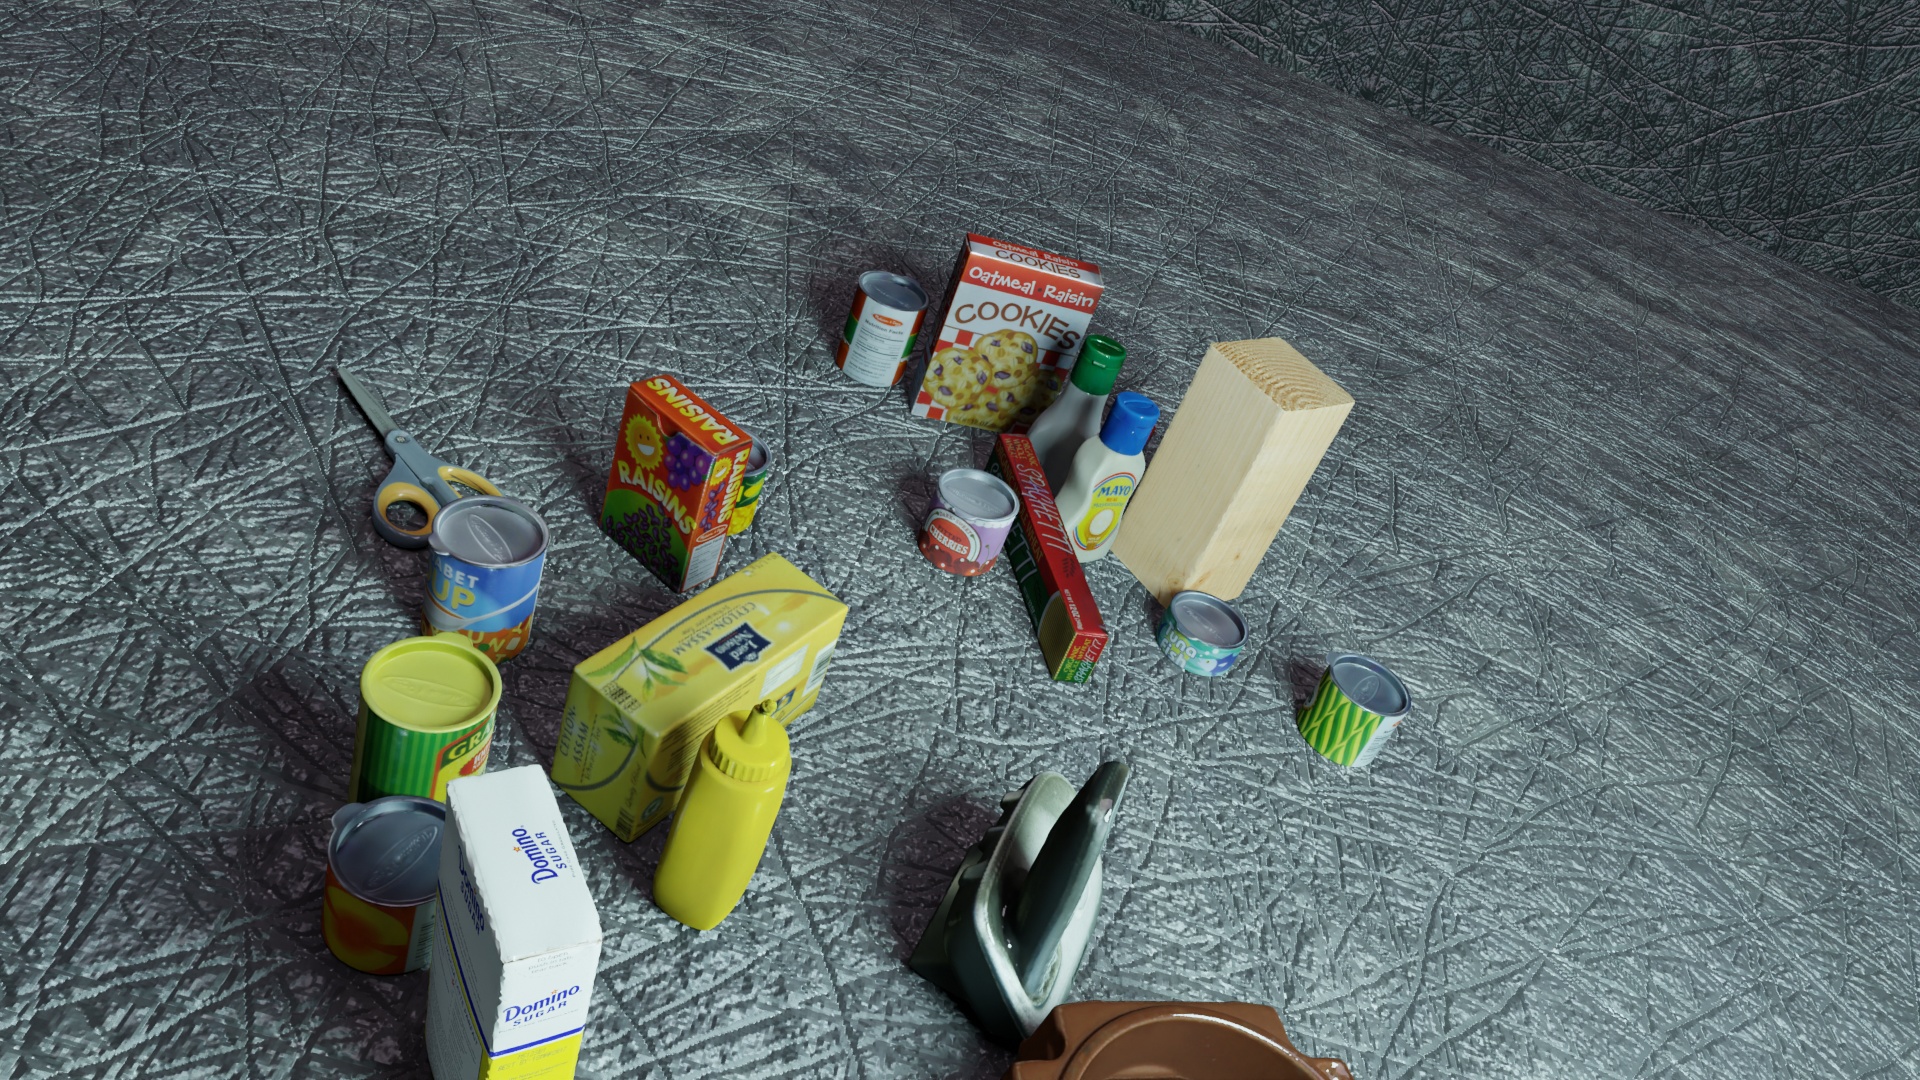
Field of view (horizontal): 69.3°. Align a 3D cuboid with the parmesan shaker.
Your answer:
[{"bbox_3d":[-0.278,0.107,0.721,0.071,0.102,0.072,15,35,-11],"label":"parmesan shaker"}]

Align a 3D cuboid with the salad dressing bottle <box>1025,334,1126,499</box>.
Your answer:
[{"bbox_3d":[0.096,-0.102,1.169,0.064,0.146,0.044,23,34,0],"label":"salad dressing bottle"}]

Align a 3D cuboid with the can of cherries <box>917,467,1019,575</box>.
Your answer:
[{"bbox_3d":[0.004,-0.014,1.078,0.071,0.058,0.072,15,35,-11],"label":"can of cherries"}]

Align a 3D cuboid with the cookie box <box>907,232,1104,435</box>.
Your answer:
[{"bbox_3d":[0.038,-0.176,1.218,0.123,0.166,0.040,11,36,-16],"label":"cookie box"}]

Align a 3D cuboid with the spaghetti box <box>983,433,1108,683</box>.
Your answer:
[{"bbox_3d":[0.062,0.006,1.091,0.029,0.050,0.251,7,37,-21],"label":"spaghetti box"}]

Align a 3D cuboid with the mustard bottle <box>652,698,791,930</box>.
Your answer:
[{"bbox_3d":[-0.119,0.134,0.723,0.049,0.159,0.066,25,35,4],"label":"mustard bottle"}]

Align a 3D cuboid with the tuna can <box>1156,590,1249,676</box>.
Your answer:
[{"bbox_3d":[0.187,0.073,1.086,0.071,0.032,0.071,15,35,-11],"label":"tuna can"}]

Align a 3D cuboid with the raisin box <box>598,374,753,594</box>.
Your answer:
[{"bbox_3d":[-0.196,-0.038,0.943,0.086,0.122,0.040,38,37,21],"label":"raisin box"}]

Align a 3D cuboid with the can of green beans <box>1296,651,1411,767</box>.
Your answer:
[{"bbox_3d":[0.297,0.128,1.051,0.071,0.057,0.071,15,35,-11],"label":"can of green beans"}]

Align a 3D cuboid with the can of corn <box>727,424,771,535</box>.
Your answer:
[{"bbox_3d":[-0.178,-0.044,1.017,0.071,0.058,0.071,15,35,-11],"label":"can of corn"}]

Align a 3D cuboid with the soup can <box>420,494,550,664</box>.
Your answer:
[{"bbox_3d":[-0.291,0.025,0.840,0.071,0.083,0.072,15,35,-11],"label":"soup can"}]

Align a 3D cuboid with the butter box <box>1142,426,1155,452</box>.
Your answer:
[{"bbox_3d":[0.139,-0.066,1.227,0.024,0.052,0.104,29,35,9],"label":"butter box"}]

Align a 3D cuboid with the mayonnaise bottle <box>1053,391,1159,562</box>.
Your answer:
[{"bbox_3d":[0.113,-0.049,1.107,0.065,0.147,0.041,-2,42,-32],"label":"mayonnaise bottle"}]

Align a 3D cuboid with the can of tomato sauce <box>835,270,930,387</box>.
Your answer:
[{"bbox_3d":[-0.070,-0.191,1.252,0.071,0.082,0.071,15,35,-11],"label":"can of tomato sauce"}]

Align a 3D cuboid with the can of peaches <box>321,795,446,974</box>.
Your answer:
[{"bbox_3d":[-0.277,0.167,0.680,0.071,0.057,0.071,15,35,-11],"label":"can of peaches"}]
